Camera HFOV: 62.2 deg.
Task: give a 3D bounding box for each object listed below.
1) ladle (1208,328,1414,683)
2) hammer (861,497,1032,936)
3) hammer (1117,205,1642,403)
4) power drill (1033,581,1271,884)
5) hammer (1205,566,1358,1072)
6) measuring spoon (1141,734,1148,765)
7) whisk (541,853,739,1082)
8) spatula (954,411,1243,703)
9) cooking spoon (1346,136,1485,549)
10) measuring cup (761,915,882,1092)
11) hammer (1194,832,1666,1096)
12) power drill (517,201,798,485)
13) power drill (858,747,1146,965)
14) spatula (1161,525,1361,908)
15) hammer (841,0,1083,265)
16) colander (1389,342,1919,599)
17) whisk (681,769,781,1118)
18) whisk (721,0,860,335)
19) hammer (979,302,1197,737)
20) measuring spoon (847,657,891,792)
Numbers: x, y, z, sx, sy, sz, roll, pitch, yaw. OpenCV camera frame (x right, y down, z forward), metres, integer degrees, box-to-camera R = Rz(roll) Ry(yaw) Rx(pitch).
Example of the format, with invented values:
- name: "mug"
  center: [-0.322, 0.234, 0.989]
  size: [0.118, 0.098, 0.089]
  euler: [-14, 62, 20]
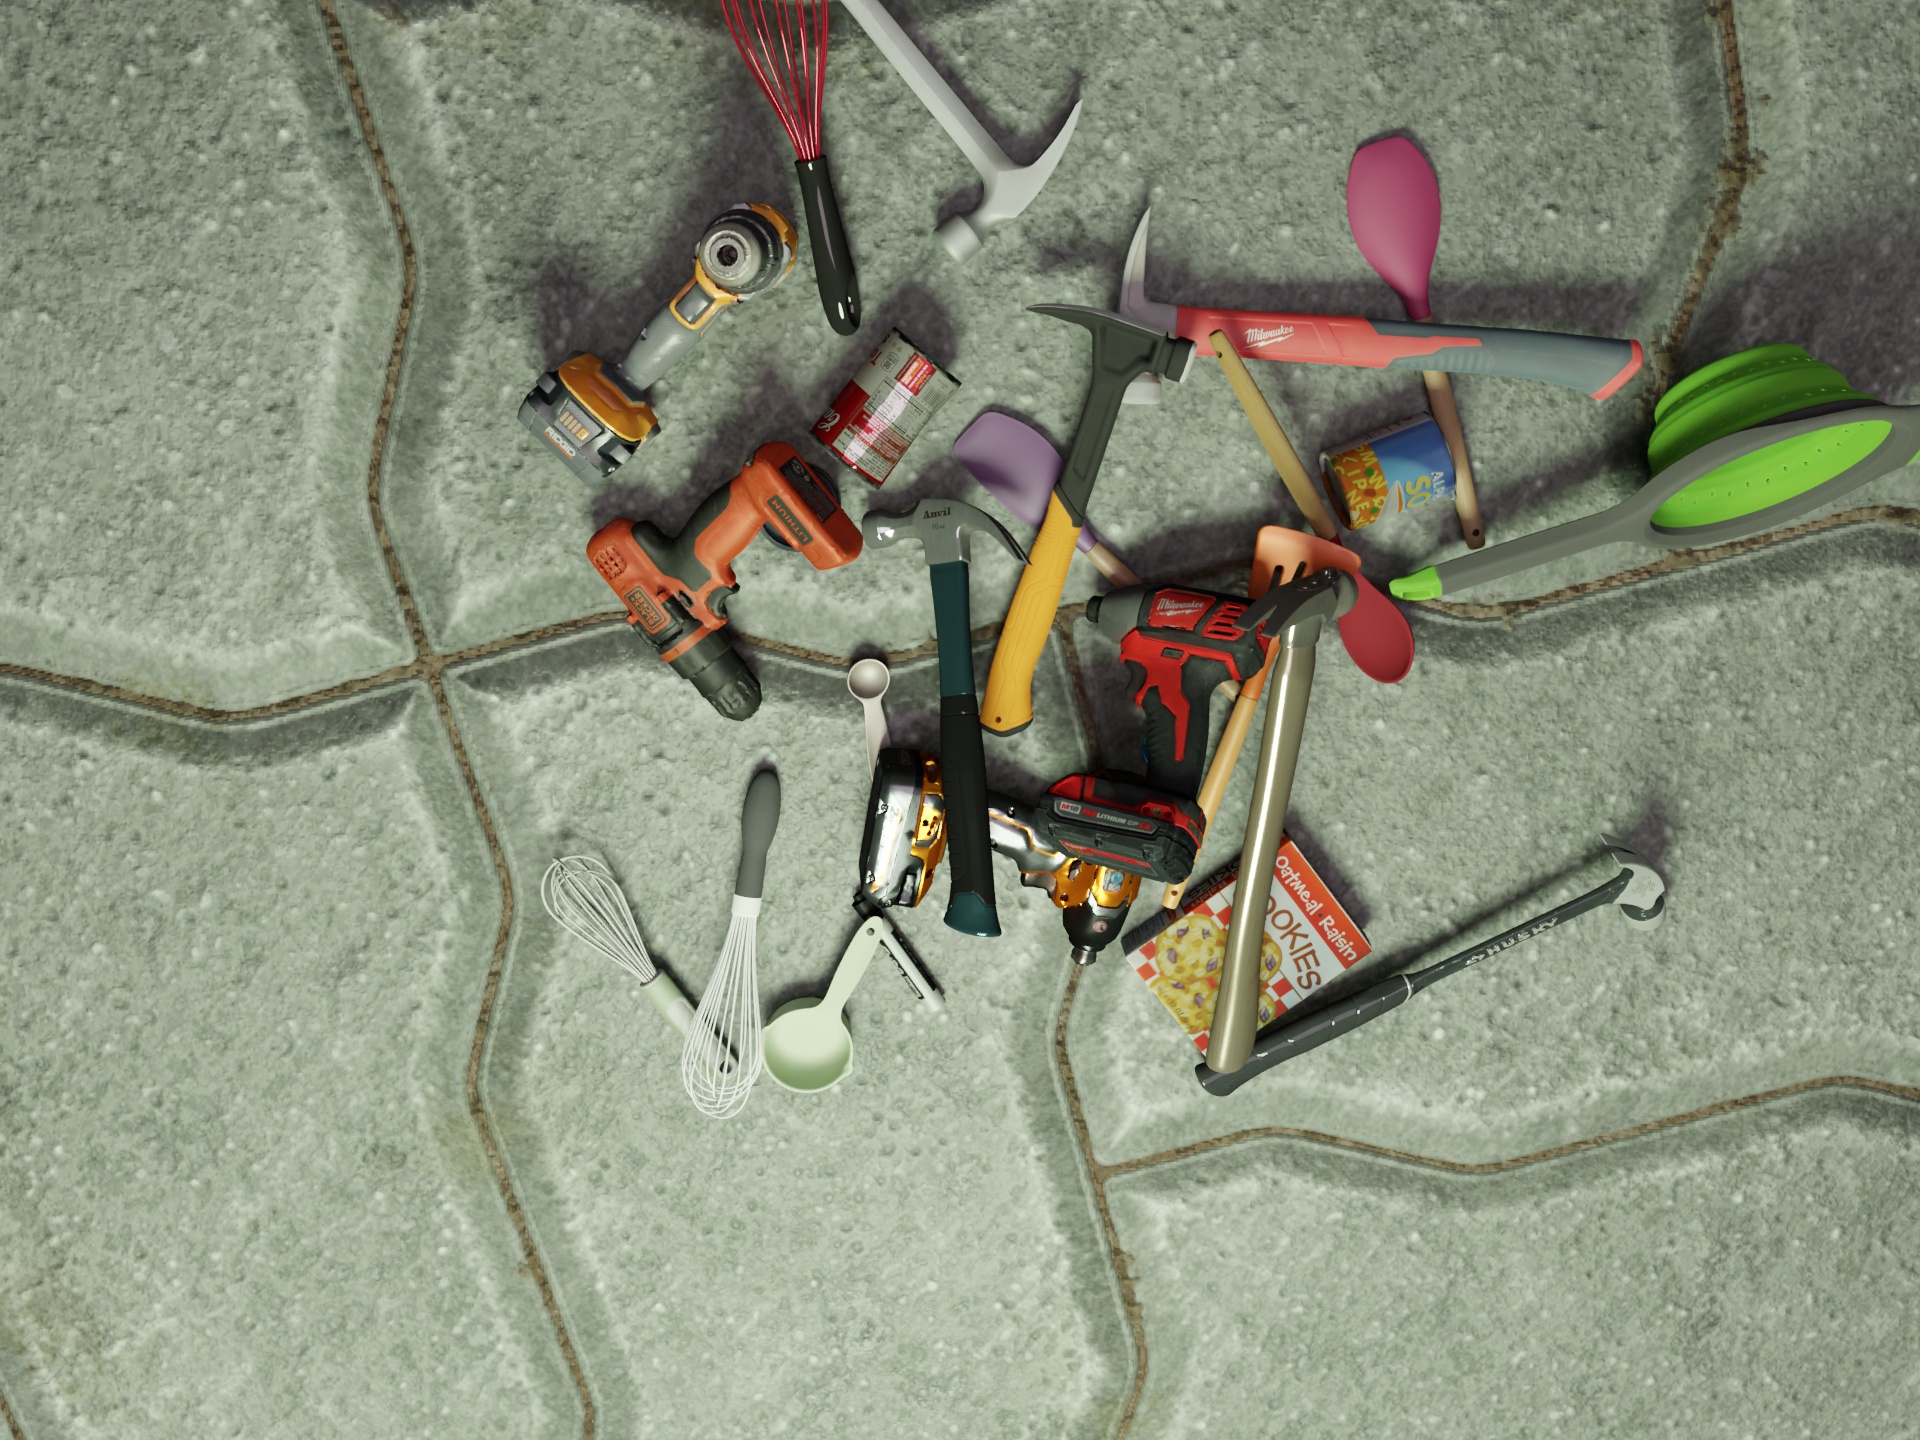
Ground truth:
- name: "ladle"
  center: [0.266, -0.160, 1.208]
  size: [0.031, 0.069, 0.315]
  euler: [-46, 114, -27]
- name: "hammer"
  center: [-0.002, -0.004, 1.189]
  size: [0.128, 0.033, 0.331]
  euler: [-7, 84, 22]
- name: "hammer"
  center: [0.311, -0.297, 1.184]
  size: [0.386, 0.038, 0.143]
  euler: [4, 104, 1]
- name: "power drill"
  center: [0.138, 0.000, 1.190]
  size: [0.143, 0.078, 0.220]
  euler: [13, 75, 24]
- name: "hammer"
  center: [0.225, 0.093, 1.209]
  size: [0.038, 0.146, 0.410]
  euler: [19, 116, 31]
- name: "measuring spoon"
  center: [0.168, 0.061, 1.299]
  size: [0.042, 0.021, 0.128]
  euler: [11, 115, 20]
- name: "whisk"
  center: [-0.257, 0.206, 1.303]
  size: [0.058, 0.059, 0.246]
  euler: [-42, 108, -20]
- name: "spatula"
  center: [0.122, -0.120, 1.247]
  size: [0.060, 0.018, 0.315]
  euler: [-43, 102, 15]
- name: "cooking spoon"
  center: [0.359, -0.282, 1.215]
  size: [0.069, 0.017, 0.318]
  euler: [-17, 105, 5]
- name: "measuring cup"
  center: [-0.106, 0.229, 1.319]
  size: [0.083, 0.038, 0.167]
  euler: [27, 100, -9]
- name: "hammer"
  center: [0.381, 0.212, 1.311]
  size: [0.409, 0.036, 0.149]
  euler: [-28, 142, 10]
- name: "power drill"
  center: [-0.205, -0.270, 1.112]
  size: [0.226, 0.185, 0.084]
  euler: [-43, 104, 11]
- name: "power drill"
  center: [0.036, 0.111, 1.273]
  size: [0.226, 0.084, 0.164]
  euler: [8, 106, -9]
- name: "spatula"
  center: [0.219, 0.005, 1.252]
  size: [0.081, 0.041, 0.322]
  euler: [19, 104, 2]
- name: "hammer"
  center: [-0.079, -0.528, 1.125]
  size: [0.144, 0.035, 0.405]
  euler: [-40, 102, 8]
- name: "colander"
  center: [0.510, -0.189, 1.198]
  size: [0.397, 0.204, 0.095]
  euler: [-17, 72, 12]
- name: "whisk"
  center: [-0.178, 0.180, 1.282]
  size: [0.070, 0.070, 0.284]
  euler: [9, 92, -5]
- name: "whisk"
  center: [-0.111, -0.416, 1.122]
  size: [0.073, 0.073, 0.295]
  euler: [-12, 119, 1]
- name: "hammer"
  center: [0.067, -0.144, 1.211]
  size: [0.127, 0.034, 0.336]
  euler: [19, 111, 6]
- name: "measuring spoon"
  center: [-0.069, 0.007, 1.277]
  size: [0.034, 0.018, 0.124]
  euler: [-12, 112, -12]
